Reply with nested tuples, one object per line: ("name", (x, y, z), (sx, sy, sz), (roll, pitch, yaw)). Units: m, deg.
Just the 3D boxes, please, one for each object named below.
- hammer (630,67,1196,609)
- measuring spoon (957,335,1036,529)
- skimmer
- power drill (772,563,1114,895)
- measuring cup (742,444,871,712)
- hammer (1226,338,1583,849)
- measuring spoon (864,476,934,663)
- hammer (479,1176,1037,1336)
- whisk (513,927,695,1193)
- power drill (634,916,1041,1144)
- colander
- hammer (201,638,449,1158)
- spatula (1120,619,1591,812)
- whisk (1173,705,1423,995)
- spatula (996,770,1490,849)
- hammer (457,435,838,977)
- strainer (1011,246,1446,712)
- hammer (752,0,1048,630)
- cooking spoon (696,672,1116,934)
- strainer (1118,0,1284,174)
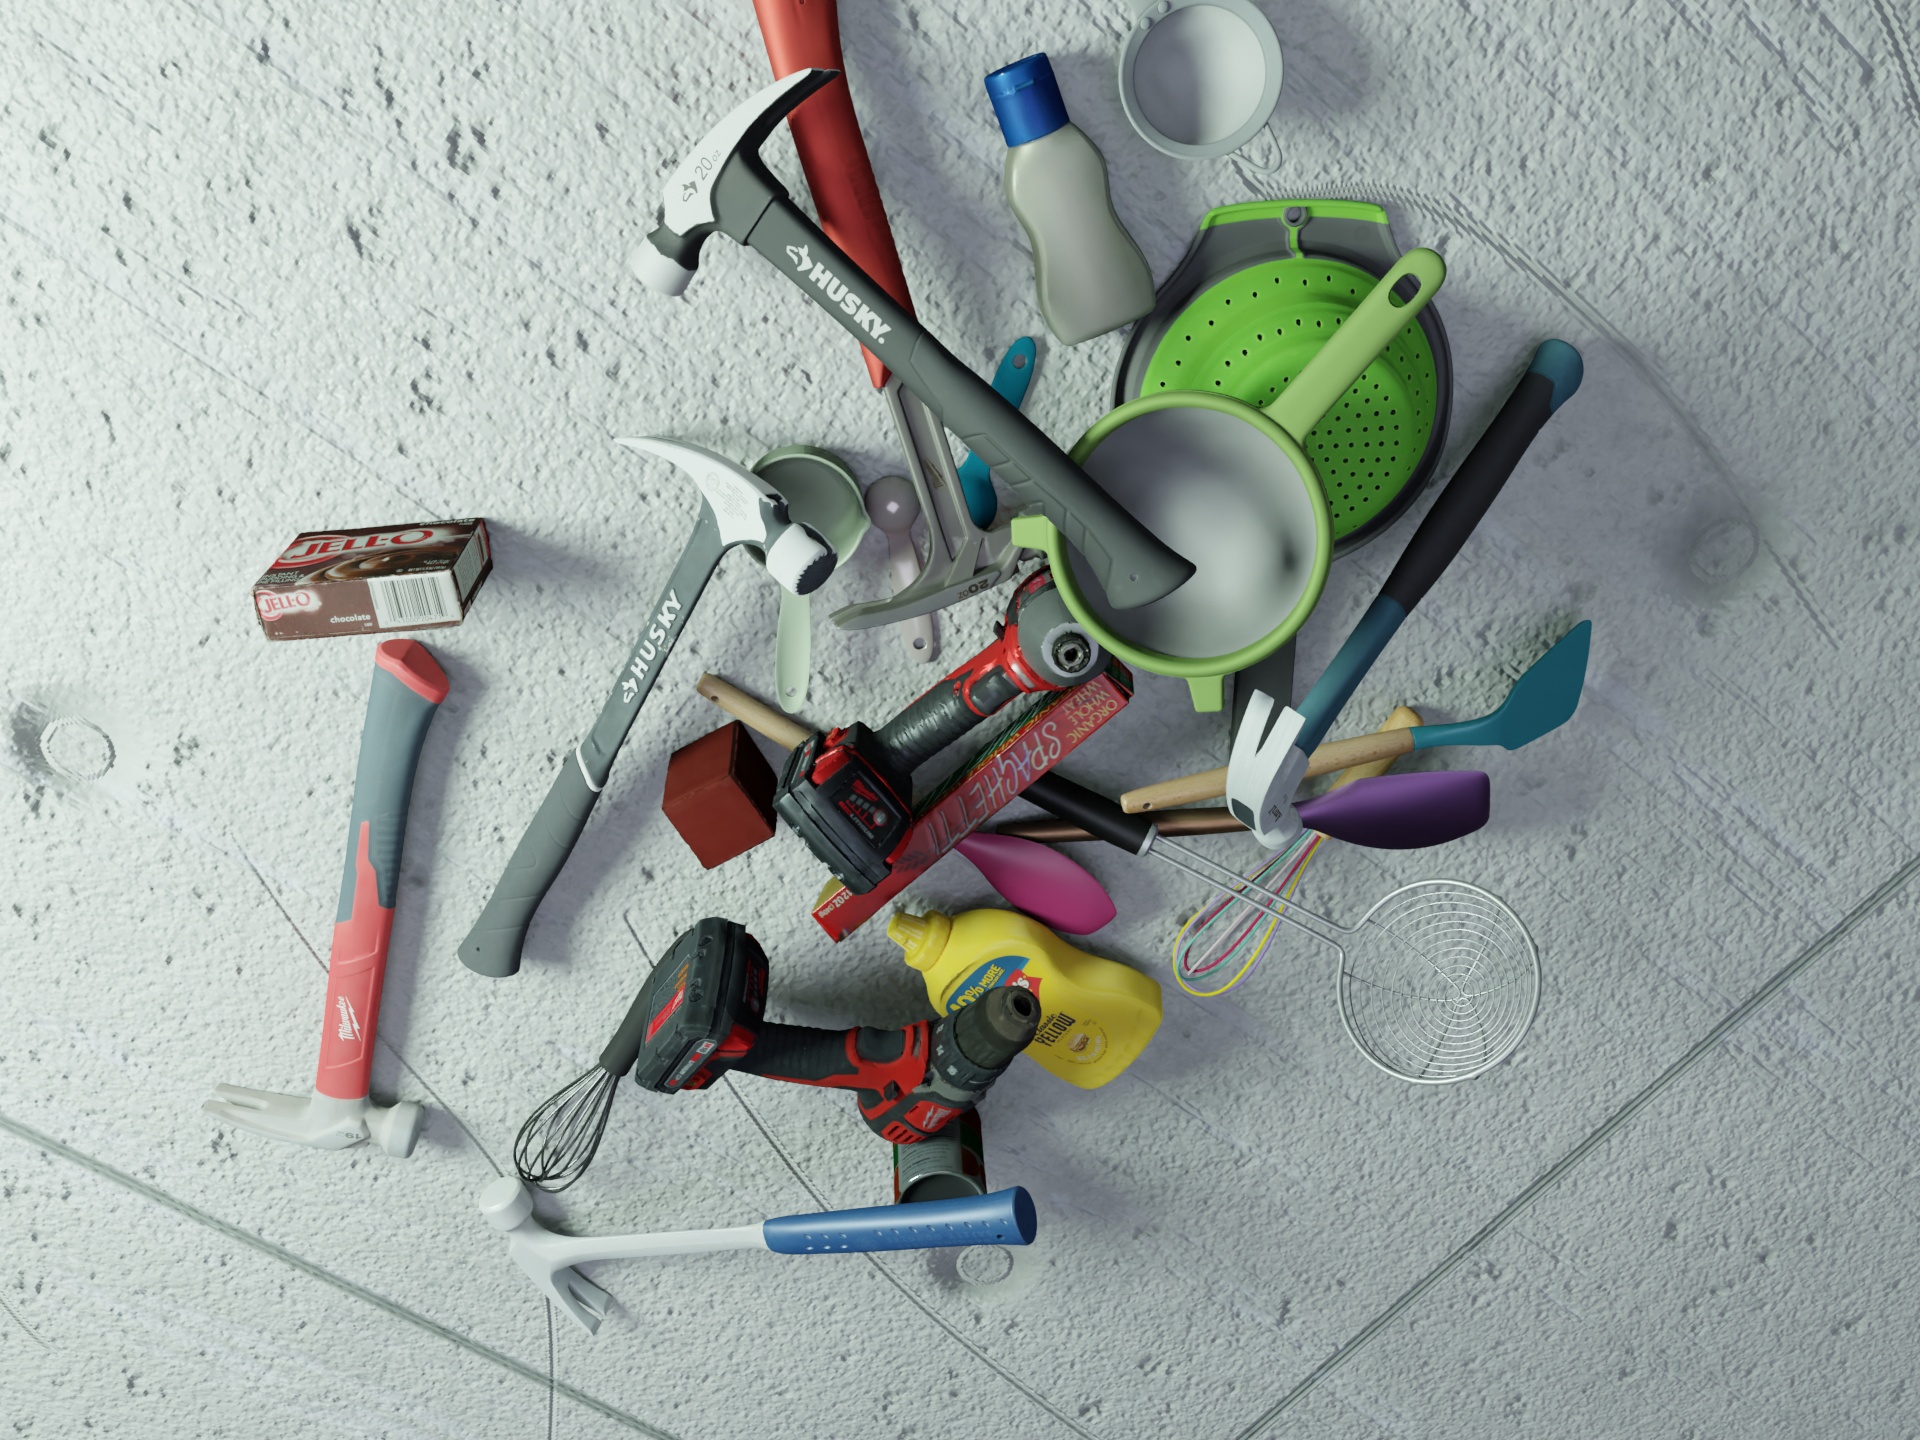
("hammer", (-0.010, -0.181, 0.812), (0.335, 0.035, 0.146), (43, 118, 1))
("measuring spoon", (0.017, -0.163, 0.935), (0.042, 0.021, 0.128), (17, 114, -12))
("skimmer", (0.172, 0.100, 0.980), (0.363, 0.090, 0.127), (27, 87, 5))
("power drill", (-0.001, -0.003, 0.933), (0.219, 0.143, 0.078), (-39, 102, 9))
("measuring cup", (-0.098, -0.086, 0.958), (0.083, 0.038, 0.167), (3, 118, -5))
("hammer", (0.258, -0.077, 0.922), (0.331, 0.033, 0.128), (-55, 152, -3))
("measuring spoon", (-0.033, -0.088, 0.970), (0.034, 0.018, 0.124), (-10, 117, 1))
("hammer", (-0.140, 0.365, 1.113), (0.405, 0.035, 0.144), (-11, 119, 21))
("whisk", (-0.241, 0.235, 1.102), (0.055, 0.055, 0.239), (31, 105, -17))
("power drill", (-0.075, 0.200, 1.024), (0.226, 0.080, 0.187), (20, 140, -20))
("colander", (0.193, -0.096, 0.939), (0.204, 0.095, 0.396), (-2, 116, -3))
("hammer", (-0.404, 0.121, 1.038), (0.143, 0.038, 0.386), (13, 114, -8))
("spatula", (0.253, 0.012, 0.998), (0.317, 0.044, 0.082), (-12, 131, -3))
("whisk", (0.221, 0.087, 1.062), (0.051, 0.047, 0.245), (28, 107, -29))
("spatula", (0.180, 0.066, 1.032), (0.316, 0.018, 0.059), (-4, 121, 9))
("hammer", (-0.223, 0.010, 0.975), (0.149, 0.036, 0.408), (43, 118, 16))
("strainer", (0.157, -0.139, 0.826), (0.151, 0.069, 0.256), (42, 114, 3))
("hammer", (-0.055, -0.232, 0.868), (0.149, 0.037, 0.358), (-22, 111, -9))
("cooking spoon", (-0.033, 0.058, 1.034), (0.318, 0.017, 0.068), (33, 134, -14))
("strainer", (0.083, -0.389, 0.821), (0.087, 0.050, 0.258), (-39, 106, 8))
